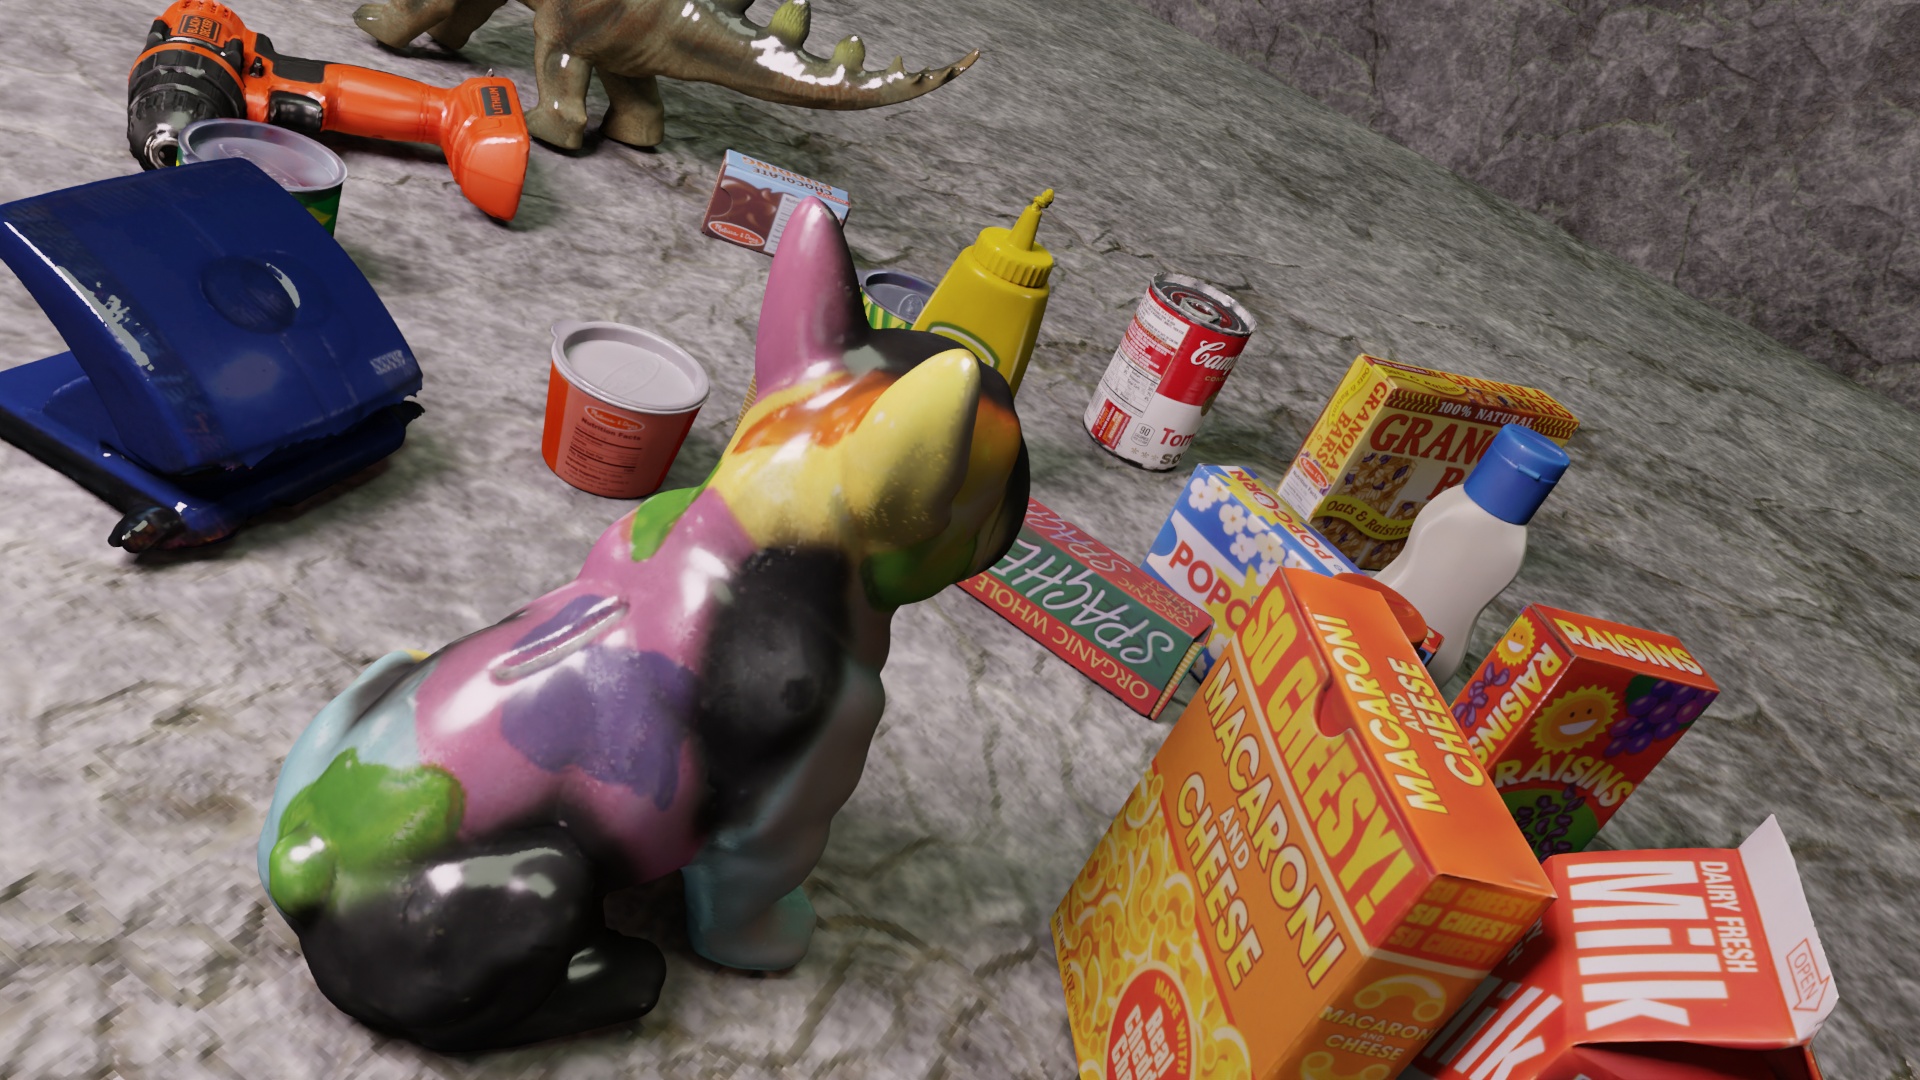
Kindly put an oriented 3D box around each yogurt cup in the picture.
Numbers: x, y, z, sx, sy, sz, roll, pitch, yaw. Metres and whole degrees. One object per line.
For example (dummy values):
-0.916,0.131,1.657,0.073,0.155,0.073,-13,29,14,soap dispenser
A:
-0.149,-0.055,0.605,0.072,0.053,0.073,19,30,-11,yogurt cup

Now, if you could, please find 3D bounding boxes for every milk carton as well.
0.158,0.156,0.364,0.073,0.189,0.073,28,29,5,milk carton

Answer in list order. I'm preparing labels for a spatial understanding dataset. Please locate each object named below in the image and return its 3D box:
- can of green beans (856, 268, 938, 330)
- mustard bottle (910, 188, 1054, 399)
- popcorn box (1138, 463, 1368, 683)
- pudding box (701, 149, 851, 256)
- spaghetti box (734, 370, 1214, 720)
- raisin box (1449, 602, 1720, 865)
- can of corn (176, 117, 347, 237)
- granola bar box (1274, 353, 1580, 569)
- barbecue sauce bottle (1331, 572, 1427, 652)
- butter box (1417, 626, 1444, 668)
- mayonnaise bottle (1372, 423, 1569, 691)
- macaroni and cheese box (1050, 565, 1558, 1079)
-0.035,-0.110,0.776,0.071,0.057,0.071,19,30,-11,can of green beans
0.008,-0.105,0.697,0.065,0.159,0.049,29,29,5,mustard bottle
0.143,0.034,0.654,0.038,0.084,0.127,-2,39,-40,popcorn box
-0.116,-0.208,0.878,0.084,0.049,0.030,15,31,-18,pudding box
0.002,-0.008,0.649,0.250,0.050,0.029,34,30,15,spaghetti box
0.256,0.091,0.610,0.086,0.122,0.040,13,31,-21,raisin box
-0.315,-0.146,0.618,0.071,0.058,0.071,19,30,-11,can of corn
0.274,-0.041,0.834,0.166,0.123,0.039,5,35,-32,granola bar box
0.111,0.079,0.493,0.065,0.147,0.044,11,32,-25,barbecue sauce bottle
0.185,0.043,0.703,0.103,0.053,0.024,35,30,15,butter box
0.255,0.010,0.713,0.065,0.147,0.041,28,29,5,mayonnaise bottle
0.085,0.109,0.407,0.040,0.165,0.124,16,31,-17,macaroni and cheese box
